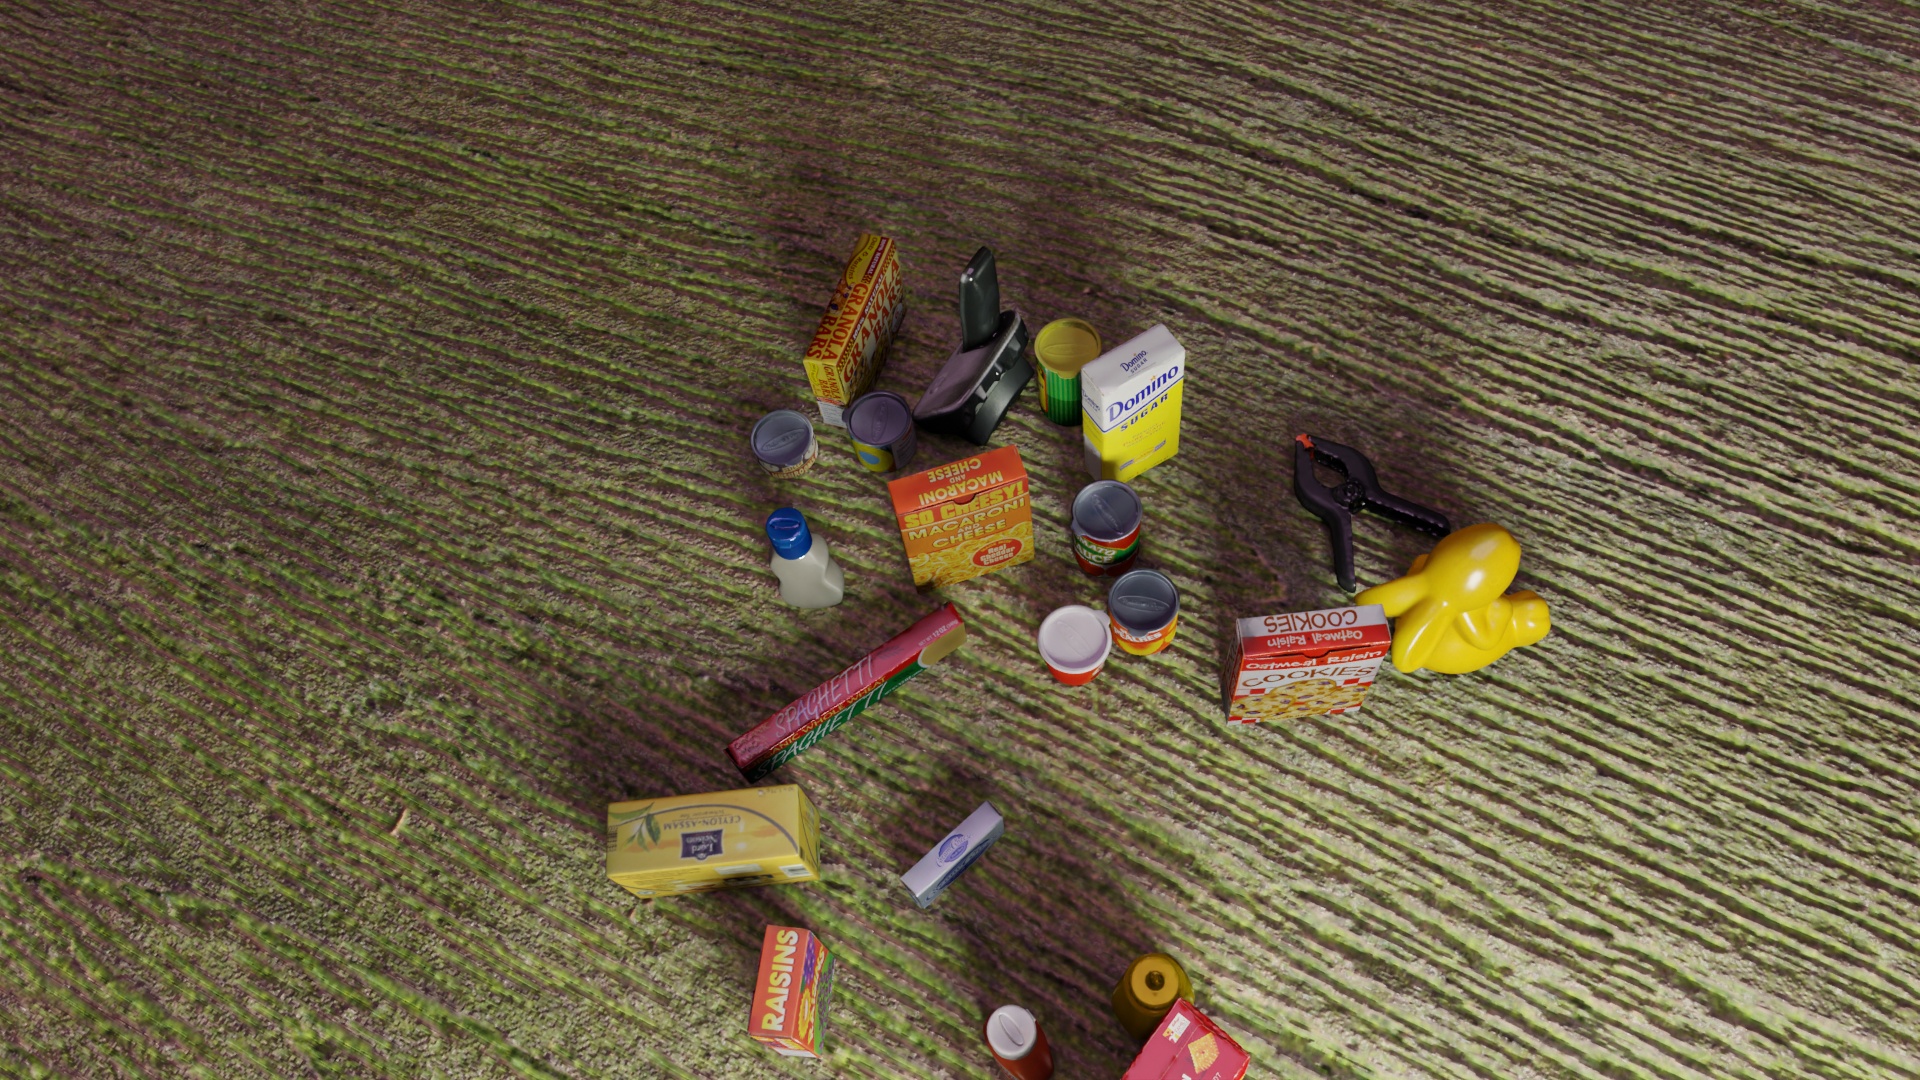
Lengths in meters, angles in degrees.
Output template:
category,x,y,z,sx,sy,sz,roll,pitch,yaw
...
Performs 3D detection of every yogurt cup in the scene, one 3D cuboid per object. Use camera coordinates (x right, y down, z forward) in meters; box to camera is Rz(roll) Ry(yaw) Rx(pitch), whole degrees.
category,x,y,z,sx,sy,sz,roll,pitch,yaw
yogurt cup,0.107,0.101,1.297,0.072,0.053,0.072,-2,63,4

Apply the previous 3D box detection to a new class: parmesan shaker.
category,x,y,z,sx,sy,sz,roll,pitch,yaw
parmesan shaker,0.110,-0.166,1.407,0.071,0.102,0.071,-2,63,4

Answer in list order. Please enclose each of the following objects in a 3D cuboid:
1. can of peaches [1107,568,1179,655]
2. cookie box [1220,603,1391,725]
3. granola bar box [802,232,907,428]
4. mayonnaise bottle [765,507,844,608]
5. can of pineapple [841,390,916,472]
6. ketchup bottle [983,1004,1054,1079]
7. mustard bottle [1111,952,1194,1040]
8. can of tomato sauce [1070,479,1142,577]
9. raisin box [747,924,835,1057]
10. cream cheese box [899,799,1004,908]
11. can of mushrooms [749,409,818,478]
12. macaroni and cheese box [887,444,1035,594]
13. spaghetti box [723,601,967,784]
category,x,y,z,sx,sy,sz,roll,pitch,yaw
can of peaches,0.171,0.070,1.305,0.071,0.057,0.071,-2,63,4
cookie box,0.296,0.111,1.210,0.123,0.166,0.040,-7,63,2
granola bar box,-0.105,-0.215,1.441,0.039,0.123,0.166,15,65,13
mayonnaise bottle,-0.150,0.018,1.311,0.065,0.147,0.041,-1,63,5
can of pineapple,-0.082,-0.112,1.422,0.071,0.057,0.071,-2,63,4
ketchup bottle,0.044,0.395,1.098,0.043,0.148,0.065,-36,65,-12
mustard bottle,0.154,0.356,1.101,0.065,0.159,0.049,-31,64,-10
can of tomato sauce,0.139,-0.009,1.334,0.071,0.082,0.071,-2,63,4
raisin box,-0.137,0.372,1.141,0.040,0.123,0.086,4,64,8
cream cheese box,-0.005,0.276,1.218,0.104,0.053,0.024,-40,66,-14
can of mushrooms,-0.182,-0.098,1.438,0.071,0.033,0.071,-2,63,4
macaroni and cheese box,0.005,-0.016,1.304,0.124,0.165,0.040,-17,63,-3
spaghetti box,-0.104,0.142,1.298,0.250,0.050,0.029,-33,65,-11
